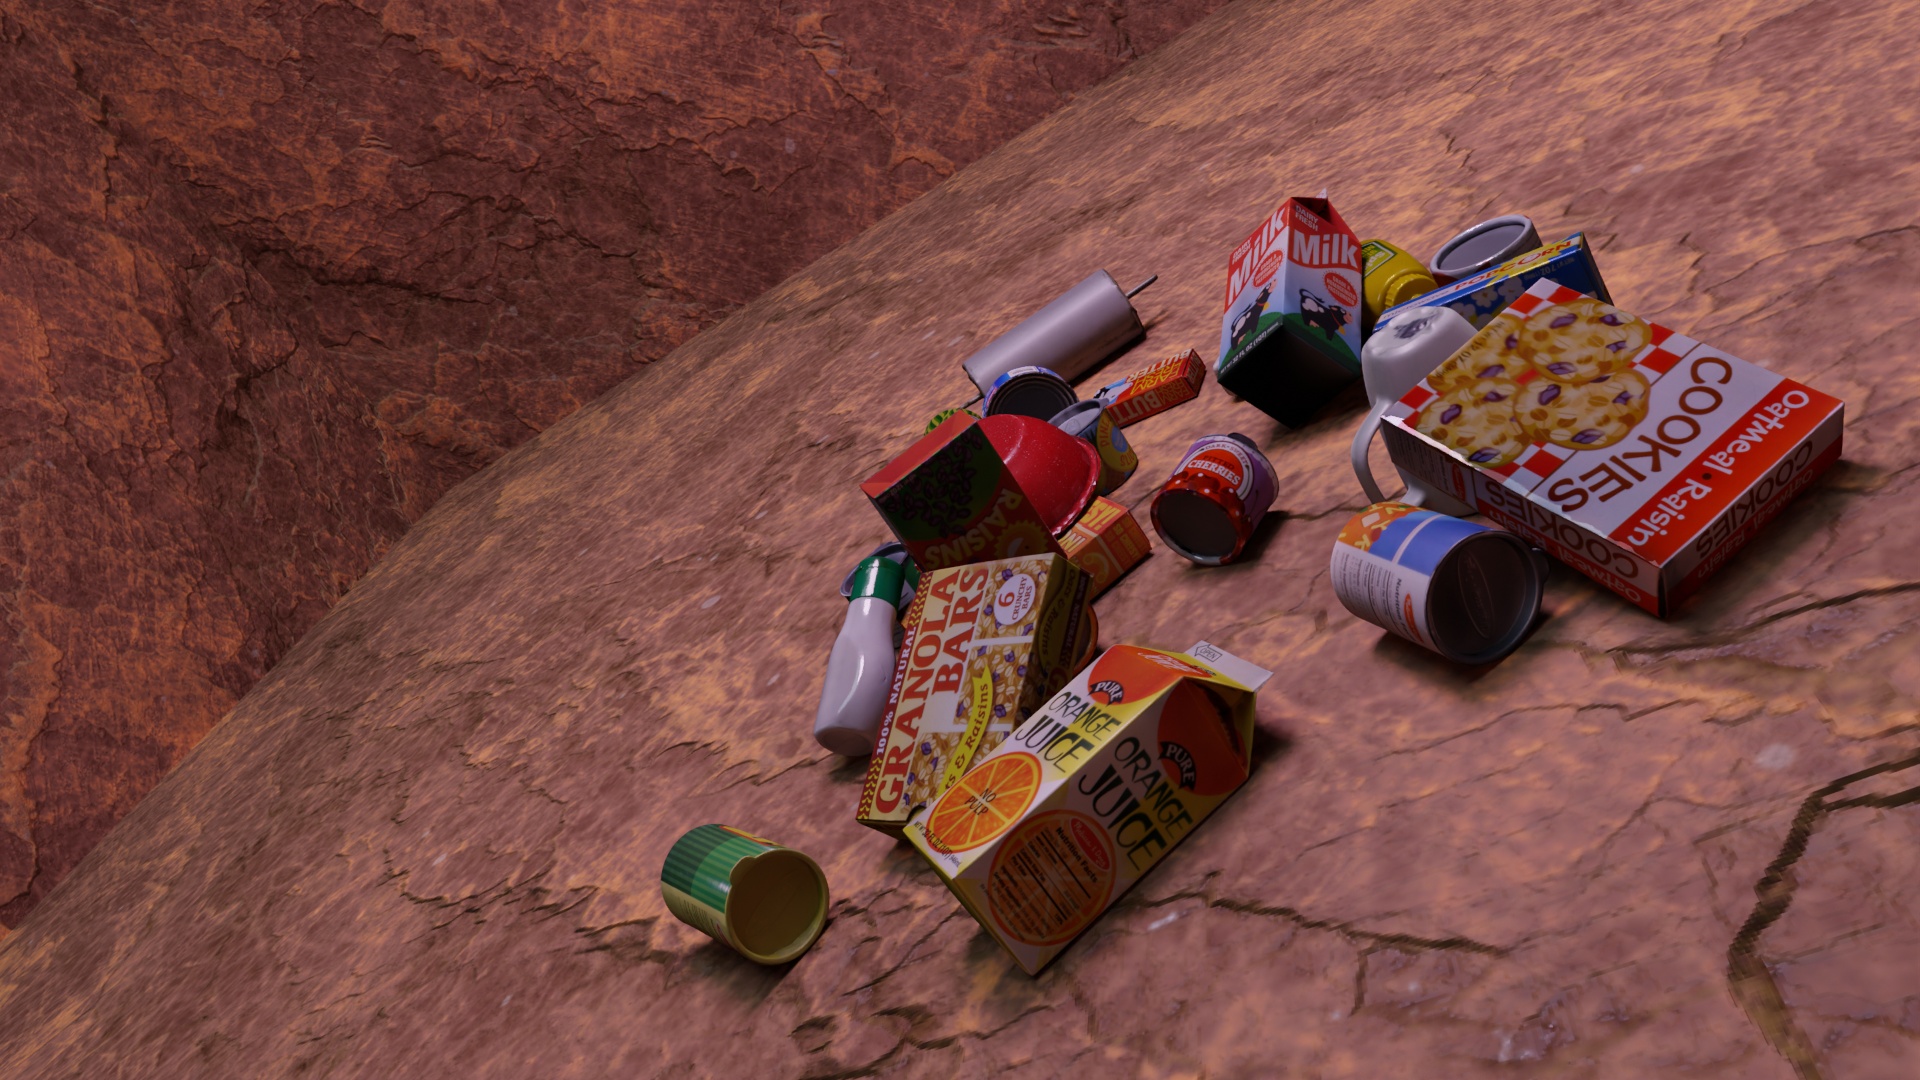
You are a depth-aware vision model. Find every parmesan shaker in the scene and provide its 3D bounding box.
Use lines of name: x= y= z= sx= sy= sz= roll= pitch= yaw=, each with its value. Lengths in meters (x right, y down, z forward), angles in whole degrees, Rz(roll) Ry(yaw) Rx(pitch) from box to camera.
parmesan shaker: x=-0.134 y=0.209 z=0.841 sx=0.071 sy=0.071 sz=0.103 roll=-45 pitch=23 yaw=-25

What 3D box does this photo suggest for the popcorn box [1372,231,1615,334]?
popcorn box: x=0.323 y=-0.118 z=0.828 sx=0.126 sy=0.085 sz=0.038 roll=-21 pitch=16 yaw=34

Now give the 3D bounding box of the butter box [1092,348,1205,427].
butter box: x=0.158 y=-0.127 z=1.195 sx=0.103 sy=0.024 sz=0.053 roll=-22 pitch=24 yaw=32

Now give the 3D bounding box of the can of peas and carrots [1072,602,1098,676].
can of peas and carrots: x=0.051 y=0.052 z=0.904 sx=0.071 sy=0.071 sz=0.059 roll=-38 pitch=21 yaw=-7

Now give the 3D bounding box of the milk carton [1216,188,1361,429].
milk carton: x=0.245 y=-0.182 z=1.025 sx=0.072 sy=0.073 sz=0.191 roll=-44 pitch=24 yaw=45

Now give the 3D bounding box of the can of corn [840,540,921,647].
can of corn: x=-0.051 y=0.042 z=1.100 sx=0.071 sy=0.058 sz=0.071 roll=-31 pitch=21 yaw=13

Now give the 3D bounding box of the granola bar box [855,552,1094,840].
granola bar box: x=0.007 y=0.094 z=0.826 sx=0.124 sy=0.039 sz=0.166 roll=-11 pitch=57 yaw=48

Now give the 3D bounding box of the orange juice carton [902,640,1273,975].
orange juice carton: x=0.074 y=0.121 z=0.711 sx=0.193 sy=0.073 sz=0.072 roll=-40 pitch=20 yaw=-13

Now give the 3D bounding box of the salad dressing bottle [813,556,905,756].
salad dressing bottle: x=-0.069 y=0.080 z=0.998 sx=0.064 sy=0.044 sz=0.148 roll=-39 pitch=33 yaw=46

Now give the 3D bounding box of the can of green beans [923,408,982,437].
can of green beans: x=-0.003 y=-0.083 z=1.290 sx=0.071 sy=0.071 sz=0.058 roll=-30 pitch=20 yaw=14

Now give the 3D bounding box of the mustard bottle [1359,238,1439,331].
mustard bottle: x=0.321 y=-0.186 z=1.037 sx=0.065 sy=0.048 sz=0.161 roll=-38 pitch=20 yaw=6

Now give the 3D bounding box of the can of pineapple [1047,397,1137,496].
can of pineapple: x=0.102 y=-0.072 z=1.114 sx=0.071 sy=0.057 sz=0.071 roll=-30 pitch=21 yaw=13

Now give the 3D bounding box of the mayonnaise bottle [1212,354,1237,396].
mayonnaise bottle: x=0.258 y=-0.174 z=1.121 sx=0.064 sy=0.041 sz=0.149 roll=-14 pitch=28 yaw=45

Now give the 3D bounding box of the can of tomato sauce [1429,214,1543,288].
can of tomato sauce: x=0.344 y=-0.154 z=0.881 sx=0.071 sy=0.083 sz=0.071 roll=-30 pitch=21 yaw=13

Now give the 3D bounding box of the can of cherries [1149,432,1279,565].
can of cherries: x=0.164 y=-0.028 z=0.901 sx=0.071 sy=0.071 sz=0.059 roll=-10 pitch=32 yaw=49

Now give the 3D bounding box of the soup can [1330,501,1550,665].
soup can: x=0.238 y=0.018 z=0.694 sx=0.071 sy=0.071 sz=0.084 roll=-38 pitch=20 yaw=-7

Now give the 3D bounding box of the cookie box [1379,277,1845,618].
cookie box: x=0.313 y=-0.051 z=0.681 sx=0.123 sy=0.040 sz=0.168 roll=-39 pitch=44 yaw=-9

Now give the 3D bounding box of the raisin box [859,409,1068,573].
raisin box: x=0.003 y=-0.012 z=0.925 sx=0.086 sy=0.123 sz=0.040 roll=-38 pitch=25 yaw=-6

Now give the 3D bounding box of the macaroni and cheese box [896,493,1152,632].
macaroni and cheese box: x=0.042 y=0.031 z=1.004 sx=0.167 sy=0.040 sz=0.124 roll=-39 pitch=22 yaw=-8
